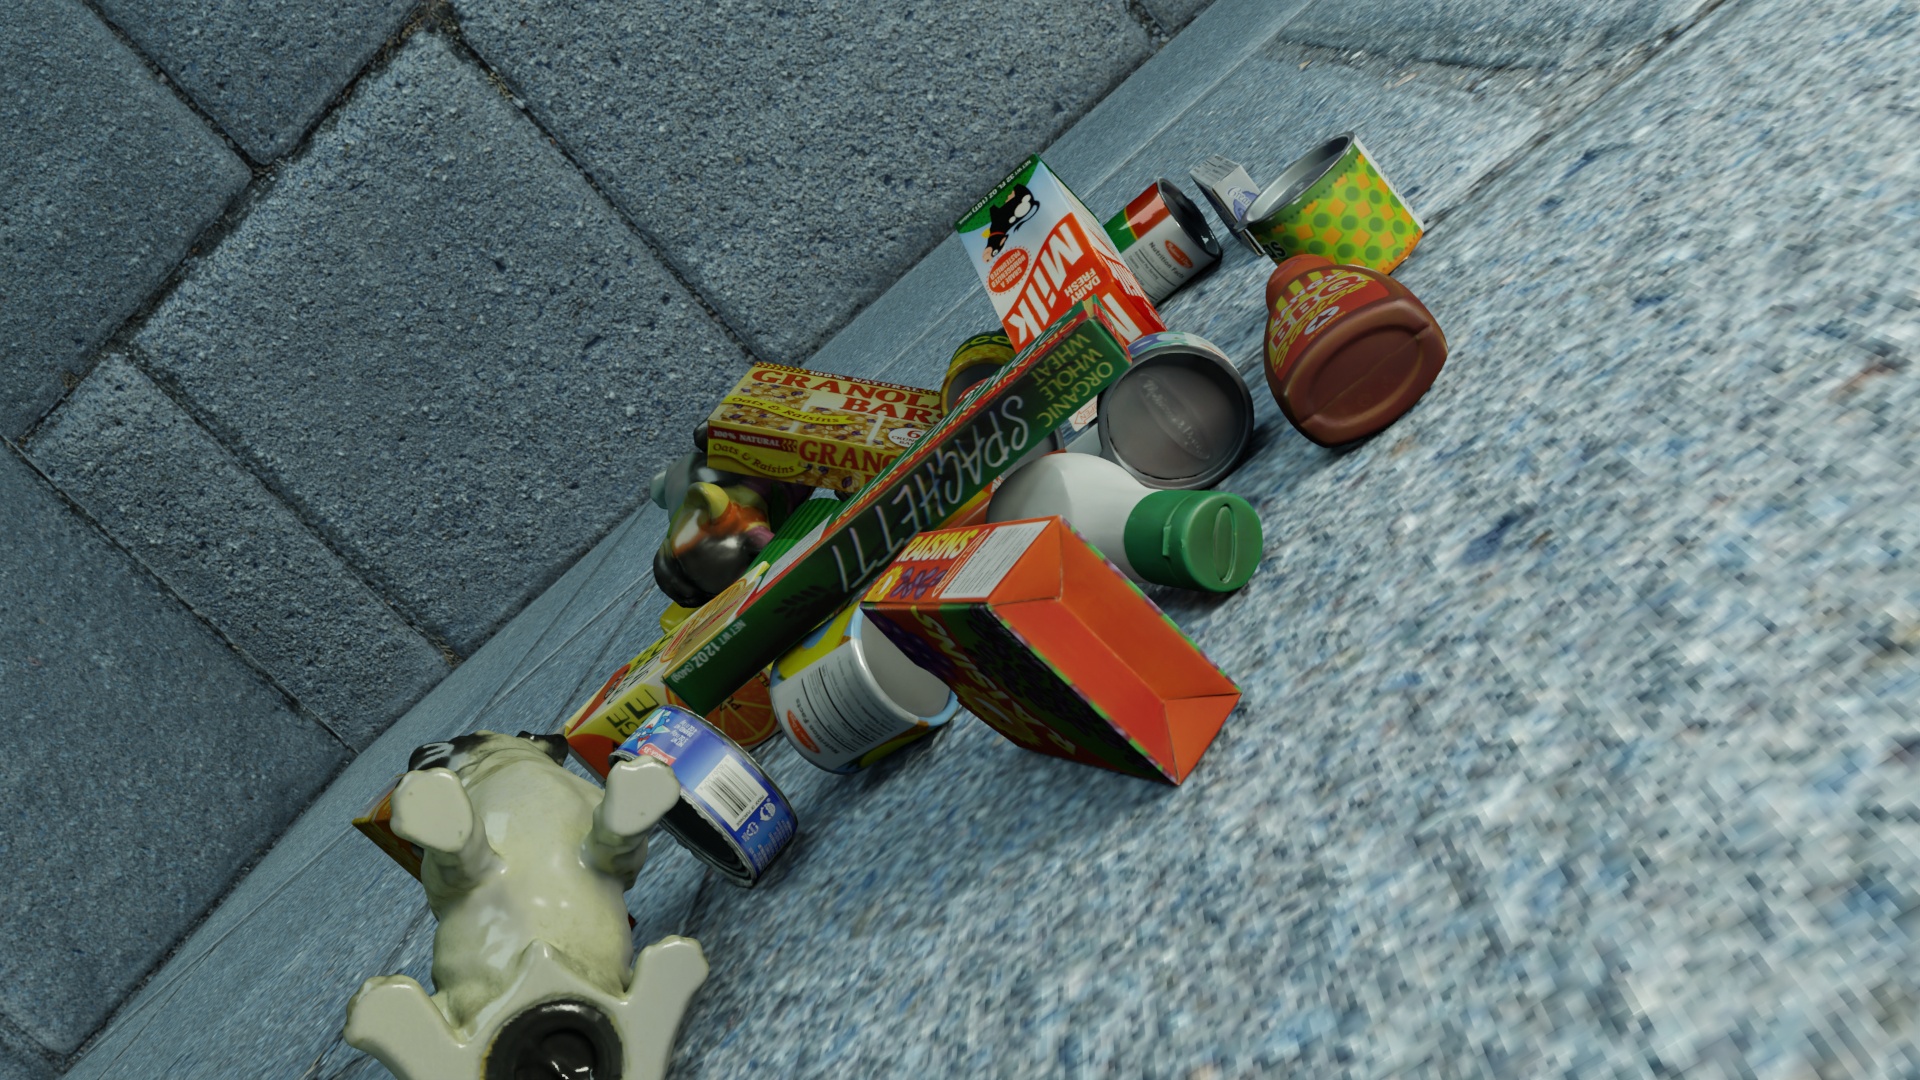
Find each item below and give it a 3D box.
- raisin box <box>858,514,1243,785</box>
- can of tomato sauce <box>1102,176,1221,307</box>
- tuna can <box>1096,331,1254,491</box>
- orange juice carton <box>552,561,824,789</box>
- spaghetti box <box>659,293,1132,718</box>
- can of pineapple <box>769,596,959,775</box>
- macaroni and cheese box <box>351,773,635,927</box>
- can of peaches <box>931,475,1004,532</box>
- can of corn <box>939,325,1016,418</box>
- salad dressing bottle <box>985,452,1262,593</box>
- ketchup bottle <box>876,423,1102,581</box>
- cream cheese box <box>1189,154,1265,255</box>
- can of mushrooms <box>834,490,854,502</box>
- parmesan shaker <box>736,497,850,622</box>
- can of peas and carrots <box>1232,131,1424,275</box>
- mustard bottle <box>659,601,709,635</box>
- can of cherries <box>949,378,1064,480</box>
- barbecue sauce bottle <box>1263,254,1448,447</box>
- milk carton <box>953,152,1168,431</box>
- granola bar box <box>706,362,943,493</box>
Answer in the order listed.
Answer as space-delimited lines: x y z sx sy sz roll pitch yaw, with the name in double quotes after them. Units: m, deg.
0.024 0.036 0.467 0.040 0.086 0.123 -52 16 -16 "raisin box"
0.122 -0.192 0.931 0.083 0.071 0.071 -36 15 27 "can of tomato sauce"
0.090 -0.054 0.602 0.071 0.071 0.033 -39 13 15 "tuna can"
-0.167 0.100 0.837 0.192 0.071 0.073 -35 15 28 "orange juice carton"
-0.030 -0.013 0.604 0.249 0.028 0.050 -39 12 13 "spaghetti box"
-0.040 0.061 0.614 0.057 0.071 0.071 -33 16 34 "can of pineapple"
-0.254 0.175 0.743 0.040 0.123 0.166 -52 17 -29 "macaroni and cheese box"
0.003 -0.009 0.726 0.071 0.058 0.071 -40 13 11 "can of peaches"
0.022 -0.104 0.938 0.071 0.071 0.058 -38 15 20 "can of corn"
0.061 -0.003 0.555 0.044 0.064 0.147 1 3 -26 "salad dressing bottle"
0.031 -0.007 0.659 0.148 0.043 0.064 -38 -14 8 "ketchup bottle"
0.175 -0.214 0.880 0.024 0.053 0.104 -38 14 13 "cream cheese box"
-0.063 -0.048 1.082 0.071 0.033 0.071 -40 13 11 "can of mushrooms"
-0.101 0.023 0.891 0.071 0.071 0.103 -32 17 38 "parmesan shaker"
0.177 -0.151 0.670 0.071 0.058 0.071 -40 13 12 "can of peas and carrots"
-0.194 0.065 1.067 0.065 0.048 0.160 -41 14 -8 "mustard bottle"
0.022 -0.058 0.793 0.071 0.071 0.058 -40 14 11 "can of cherries"
0.153 -0.087 0.573 0.064 0.043 0.149 -39 14 18 "barbecue sauce bottle"
0.067 -0.146 0.846 0.072 0.073 0.191 -39 44 17 "milk carton"
-0.081 -0.076 0.976 0.125 0.166 0.039 -72 -9 -63 "granola bar box"
